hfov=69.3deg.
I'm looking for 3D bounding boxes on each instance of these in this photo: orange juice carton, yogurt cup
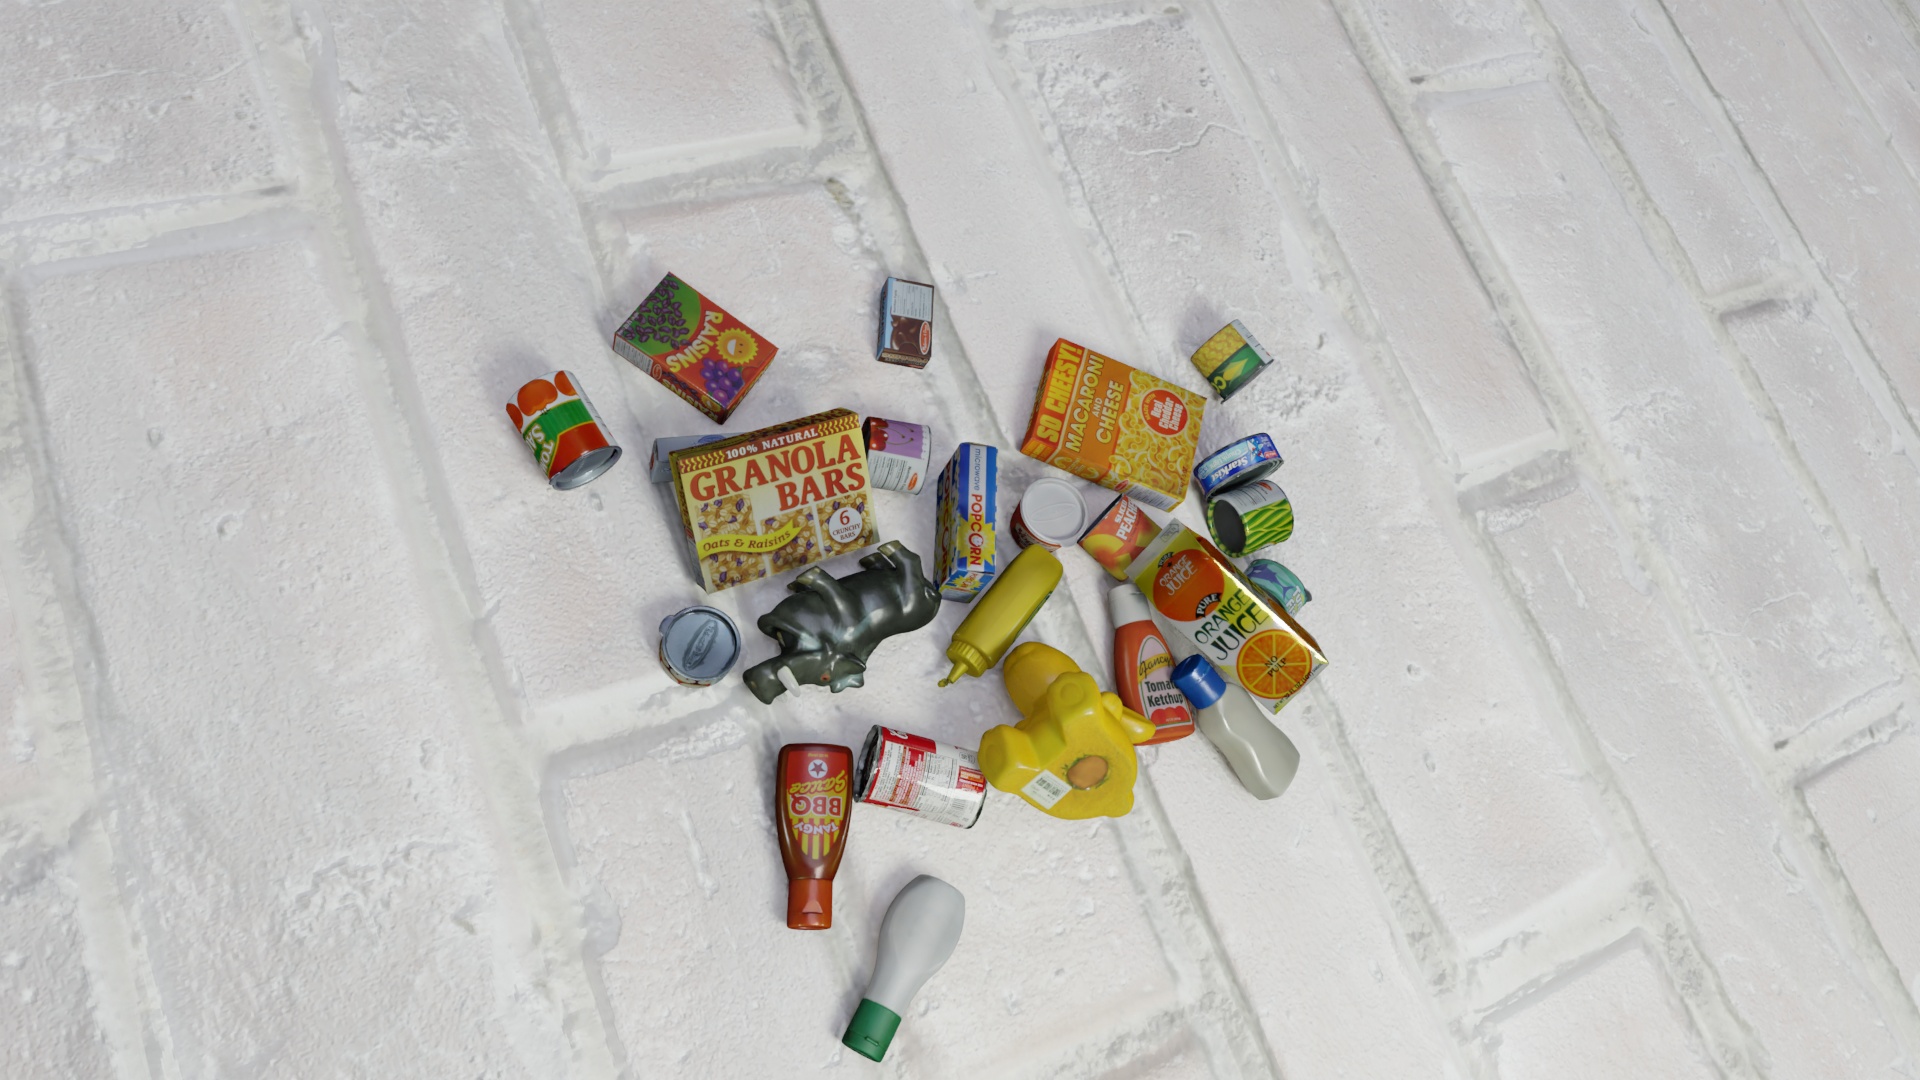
[{"bbox_3d":[0.245,0.066,1.291,0.192,0.073,0.071,41,103,-7],"label":"orange juice carton"},{"bbox_3d":[0.081,-0.020,1.316,0.072,0.053,0.072,7,68,-16],"label":"yogurt cup"}]

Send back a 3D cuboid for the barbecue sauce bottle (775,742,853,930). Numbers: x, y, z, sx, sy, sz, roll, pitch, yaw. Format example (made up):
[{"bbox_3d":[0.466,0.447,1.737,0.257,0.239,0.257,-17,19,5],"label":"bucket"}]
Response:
[{"bbox_3d":[-0.122,0.244,1.150,0.065,0.043,0.149,5,68,-13],"label":"barbecue sauce bottle"}]

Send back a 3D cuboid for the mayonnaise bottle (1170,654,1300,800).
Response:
[{"bbox_3d":[0.253,0.169,1.285,0.148,0.041,0.065,49,49,-12],"label":"mayonnaise bottle"}]

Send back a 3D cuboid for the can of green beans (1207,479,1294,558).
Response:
[{"bbox_3d":[0.287,-0.021,1.379,0.058,0.071,0.071,-19,76,-23],"label":"can of green beans"}]

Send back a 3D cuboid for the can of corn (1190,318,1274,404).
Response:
[{"bbox_3d":[0.280,-0.186,1.444,0.071,0.071,0.058,-36,83,-27],"label":"can of corn"}]

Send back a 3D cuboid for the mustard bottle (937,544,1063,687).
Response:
[{"bbox_3d":[0.031,0.076,1.260,0.049,0.065,0.161,38,68,4],"label":"mustard bottle"}]

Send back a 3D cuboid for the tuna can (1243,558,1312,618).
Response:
[{"bbox_3d":[0.303,0.053,1.353,0.071,0.070,0.033,43,65,1],"label":"tuna can"}]

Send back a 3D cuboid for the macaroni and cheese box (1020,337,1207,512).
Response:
[{"bbox_3d":[0.153,-0.115,1.386,0.166,0.040,0.124,21,64,-10],"label":"macaroni and cheese box"}]

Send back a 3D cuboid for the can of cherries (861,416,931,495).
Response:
[{"bbox_3d":[-0.064,-0.080,1.287,0.058,0.071,0.072,8,67,-14],"label":"can of cherries"}]

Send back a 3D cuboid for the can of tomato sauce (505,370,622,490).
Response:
[{"bbox_3d":[-0.344,-0.094,1.197,0.071,0.071,0.083,-30,80,-26],"label":"can of tomato sauce"}]

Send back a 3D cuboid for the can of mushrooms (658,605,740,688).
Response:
[{"bbox_3d":[-0.224,0.090,1.182,0.071,0.033,0.071,6,68,-16],"label":"can of mushrooms"}]

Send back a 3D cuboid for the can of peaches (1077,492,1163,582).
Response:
[{"bbox_3d":[0.155,-0.003,1.325,0.058,0.071,0.071,43,63,0],"label":"can of peaches"}]

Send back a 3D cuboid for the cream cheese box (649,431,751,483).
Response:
[{"bbox_3d":[-0.223,-0.074,1.237,0.104,0.053,0.024,-6,74,-20],"label":"cream cheese box"}]

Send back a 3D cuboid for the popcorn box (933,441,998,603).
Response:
[{"bbox_3d":[0.005,-0.016,1.272,0.038,0.085,0.127,8,68,-14],"label":"popcorn box"}]

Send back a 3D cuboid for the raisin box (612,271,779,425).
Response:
[{"bbox_3d":[-0.244,-0.177,1.279,0.123,0.040,0.086,35,62,-3],"label":"raisin box"}]

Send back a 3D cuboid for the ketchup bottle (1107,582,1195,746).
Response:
[{"bbox_3d":[0.171,0.115,1.299,0.065,0.043,0.149,-2,69,-29],"label":"ketchup bottle"}]

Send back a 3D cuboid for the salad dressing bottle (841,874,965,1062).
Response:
[{"bbox_3d":[-0.047,0.348,1.134,0.064,0.043,0.148,32,64,-6],"label":"salad dressing bottle"}]

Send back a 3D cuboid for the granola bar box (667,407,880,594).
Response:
[{"bbox_3d":[-0.161,-0.037,1.218,0.166,0.039,0.123,-17,111,-24],"label":"granola bar box"}]

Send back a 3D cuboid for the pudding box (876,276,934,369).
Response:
[{"bbox_3d":[-0.054,-0.213,1.361,0.050,0.030,0.084,8,67,-16],"label":"pudding box"}]
